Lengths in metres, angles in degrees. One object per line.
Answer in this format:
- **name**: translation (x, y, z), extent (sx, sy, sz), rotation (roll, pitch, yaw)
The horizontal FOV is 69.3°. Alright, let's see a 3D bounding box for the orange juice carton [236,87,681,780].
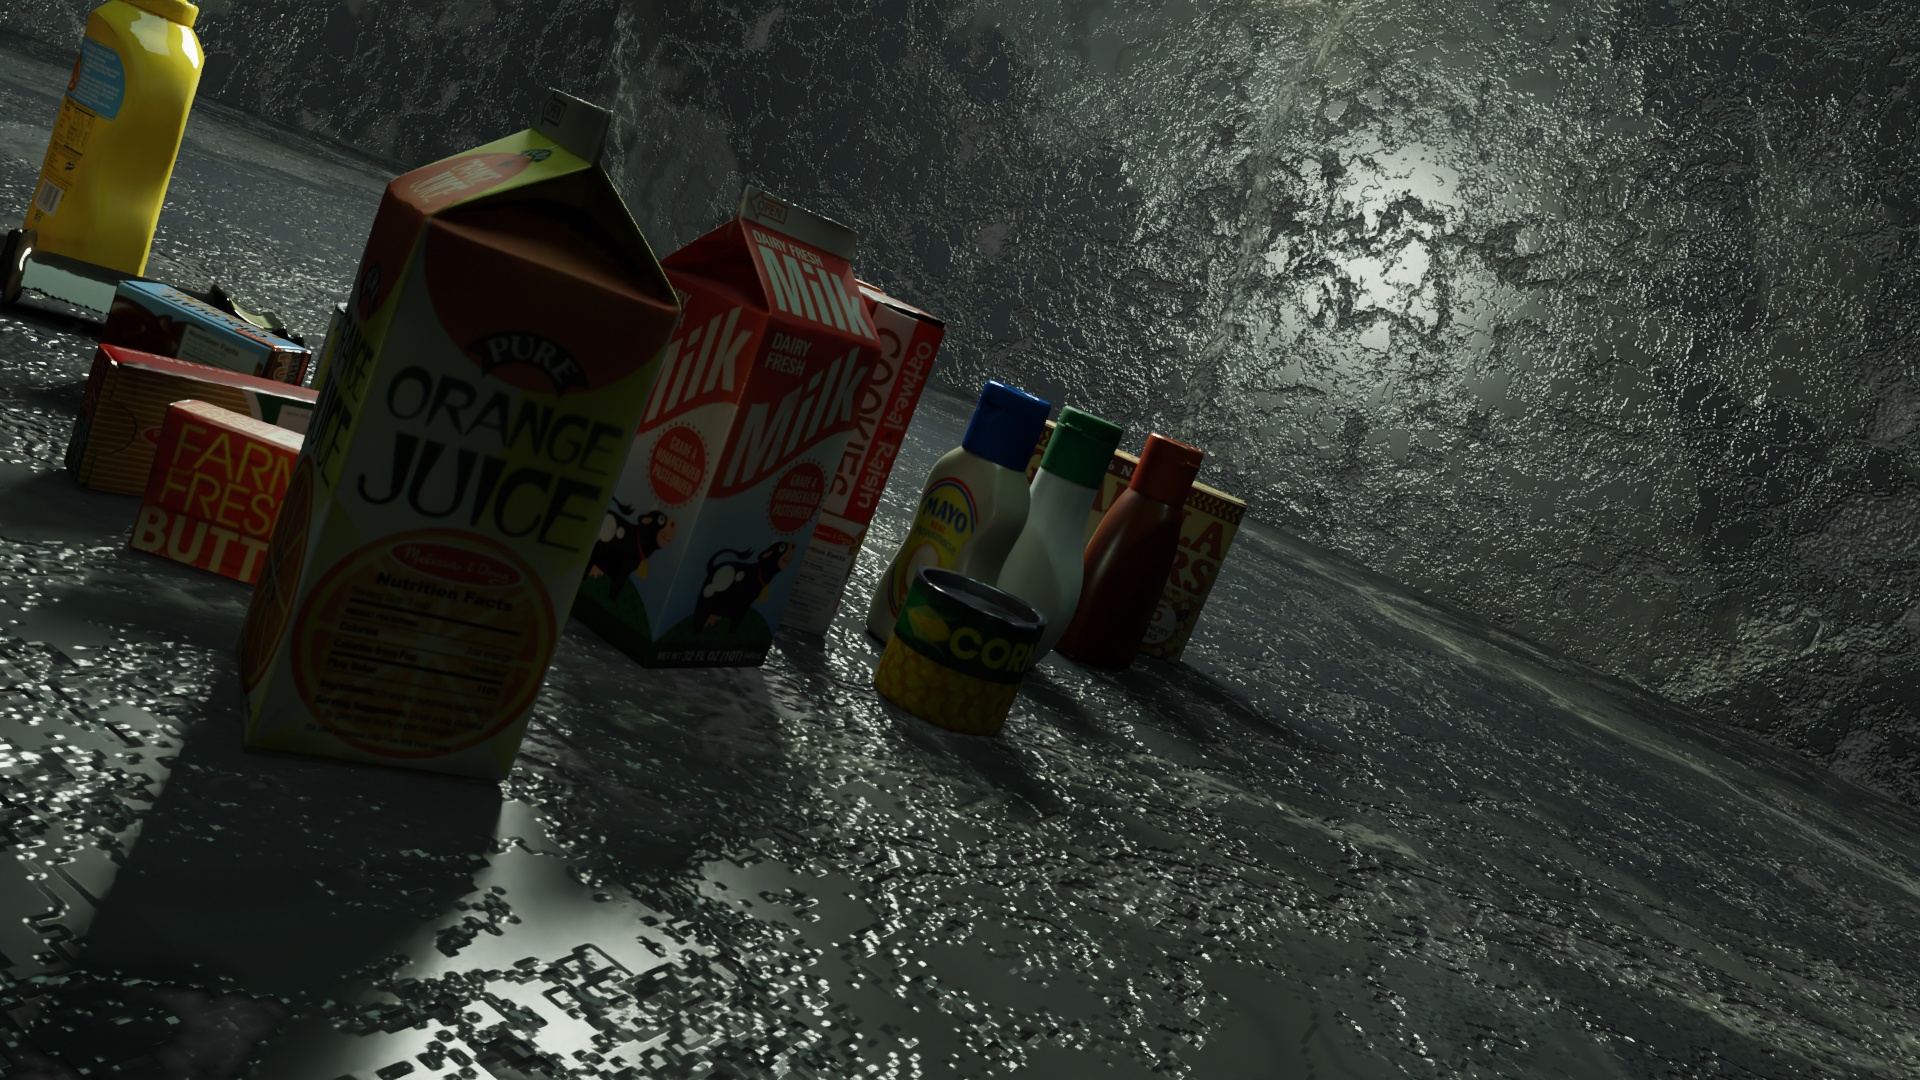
- **orange juice carton**: translation (-0.141, -0.035, 0.399), extent (0.073, 0.192, 0.072), rotation (16, 10, -33)

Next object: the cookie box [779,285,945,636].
- **cookie box**: translation (-0.067, -0.049, 0.728), extent (0.040, 0.167, 0.123), rotation (19, 9, -20)

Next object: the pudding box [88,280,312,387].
- **pudding box**: translation (-0.345, -0.080, 0.631), extent (0.084, 0.049, 0.030), rotation (23, 9, 7)

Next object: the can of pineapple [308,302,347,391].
- **can of pineapple**: translation (-0.305, -0.087, 0.738), extent (0.071, 0.057, 0.071), rotation (22, 9, -3)

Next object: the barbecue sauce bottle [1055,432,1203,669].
- **barbecue sauce bottle**: translation (0.109, 0.007, 0.877), extent (0.065, 0.148, 0.044), rotation (14, 12, -42)

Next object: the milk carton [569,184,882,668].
- **milk carton**: translation (-0.097, -0.047, 0.578), extent (0.073, 0.190, 0.072), rotation (28, 10, 33)

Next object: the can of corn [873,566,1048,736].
- **can of corn**: translation (0.001, 0.052, 0.647), extent (0.071, 0.058, 0.071), rotation (22, 9, -3)

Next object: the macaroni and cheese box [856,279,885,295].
- **macaroni and cheese box**: translation (-0.131, -0.114, 0.957), extent (0.124, 0.166, 0.040), rotation (29, 11, 38)

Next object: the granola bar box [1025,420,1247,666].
- **granola bar box**: translation (0.101, -0.001, 0.979), extent (0.165, 0.124, 0.039), rotation (22, 9, 2)

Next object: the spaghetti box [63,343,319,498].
- **spaghetti box**: translation (-0.234, -0.028, 0.592), extent (0.029, 0.050, 0.250), rotation (30, 12, 40)

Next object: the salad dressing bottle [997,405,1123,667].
- **salad dressing bottle**: translation (0.049, -0.002, 0.791), extent (0.064, 0.147, 0.044), rotation (27, 10, 31)

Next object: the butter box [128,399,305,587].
- **butter box**: translation (-0.225, -0.007, 0.479), extent (0.103, 0.053, 0.024), rotation (20, 9, -11)

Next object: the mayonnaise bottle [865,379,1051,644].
- **mayonnaise bottle**: translation (0.003, -0.009, 0.722), extent (0.065, 0.147, 0.041), rotation (29, 11, 39)
